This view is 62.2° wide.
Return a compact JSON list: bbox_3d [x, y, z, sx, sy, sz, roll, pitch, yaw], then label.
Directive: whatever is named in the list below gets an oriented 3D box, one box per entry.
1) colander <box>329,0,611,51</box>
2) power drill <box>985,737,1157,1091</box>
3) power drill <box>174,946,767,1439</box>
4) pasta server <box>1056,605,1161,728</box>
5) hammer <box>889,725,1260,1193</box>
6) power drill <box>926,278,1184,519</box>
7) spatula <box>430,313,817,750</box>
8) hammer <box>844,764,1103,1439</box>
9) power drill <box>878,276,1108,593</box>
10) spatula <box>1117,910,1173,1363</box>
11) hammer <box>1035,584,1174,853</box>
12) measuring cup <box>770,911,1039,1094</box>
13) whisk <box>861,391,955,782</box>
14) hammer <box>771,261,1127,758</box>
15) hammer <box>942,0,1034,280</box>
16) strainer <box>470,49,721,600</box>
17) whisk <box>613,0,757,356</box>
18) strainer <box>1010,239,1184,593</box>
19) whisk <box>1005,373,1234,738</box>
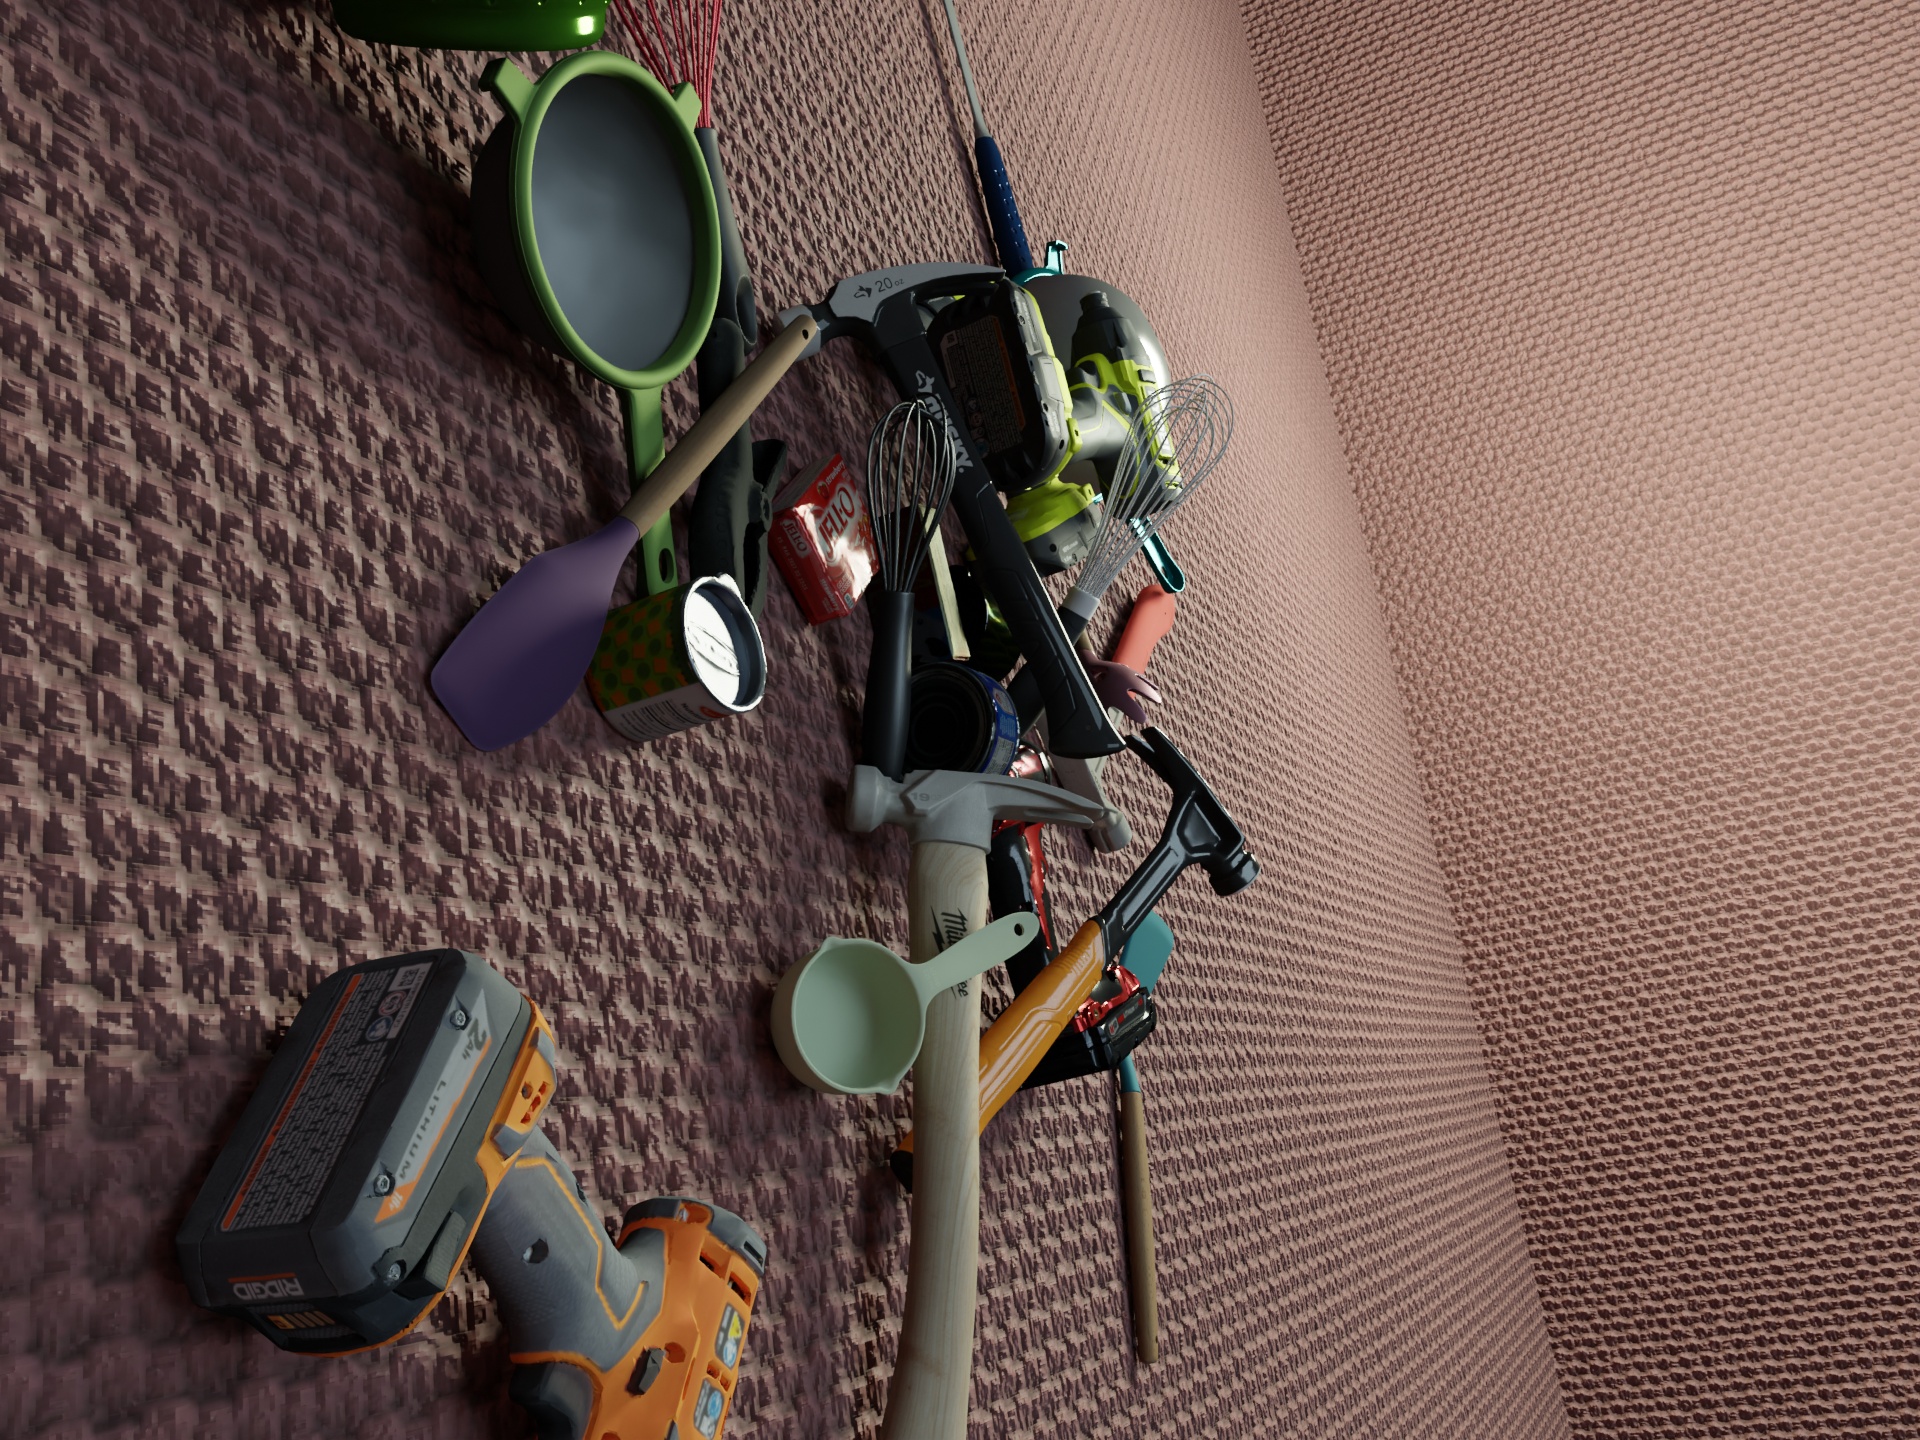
[{"bbox_3d":[-0.209,-0.369,0.733,0.397,0.204,0.094,-95,-172,-62],"label":"colander"},{"bbox_3d":[0.049,0.117,1.042,0.143,0.078,0.220,-15,86,-66],"label":"power drill"},{"bbox_3d":[-0.152,0.204,0.543,0.164,0.084,0.226,-78,148,-46],"label":"power drill"},{"bbox_3d":[0.094,-0.045,1.169,0.040,0.060,0.316,48,9,-12],"label":"pasta server"},{"bbox_3d":[0.064,0.145,0.948,0.127,0.034,0.337,53,53,-11],"label":"hammer"},{"bbox_3d":[0.074,-0.234,1.131,0.223,0.080,0.171,-8,82,-56],"label":"power drill"},{"bbox_3d":[-0.142,-0.103,0.746,0.316,0.018,0.059,-60,136,-39],"label":"spatula"},{"bbox_3d":[0.001,0.219,0.831,0.038,0.146,0.411,112,-17,-63],"label":"hammer"},{"bbox_3d":[0.017,-0.214,1.173,0.190,0.080,0.228,-40,110,-59],"label":"power drill"},{"bbox_3d":[0.135,0.295,1.152,0.082,0.044,0.318,45,38,-54],"label":"spatula"},{"bbox_3d":[0.135,-0.041,1.369,0.149,0.037,0.359,65,26,-20],"label":"hammer"},{"bbox_3d":[-0.027,0.137,0.827,0.167,0.038,0.083,-22,88,-39],"label":"measuring cup"},{"bbox_3d":[-0.035,-0.074,0.935,0.055,0.055,0.239,-4,101,-66],"label":"whisk"},{"bbox_3d":[0.019,-0.128,0.983,0.335,0.146,0.035,64,-14,4],"label":"hammer"},{"bbox_3d":[0.022,-0.527,1.422,0.144,0.035,0.405,-9,84,-66],"label":"hammer"},{"bbox_3d":[-0.177,-0.180,0.761,0.151,0.069,0.256,-33,124,-60],"label":"strainer"},{"bbox_3d":[-0.156,-0.355,0.911,0.073,0.073,0.296,-23,103,-66],"label":"whisk"},{"bbox_3d":[0.150,-0.246,1.392,0.340,0.095,0.211,55,44,-31],"label":"strainer"},{"bbox_3d":[0.097,-0.108,1.079,0.284,0.070,0.070,-60,151,4],"label":"whisk"}]
